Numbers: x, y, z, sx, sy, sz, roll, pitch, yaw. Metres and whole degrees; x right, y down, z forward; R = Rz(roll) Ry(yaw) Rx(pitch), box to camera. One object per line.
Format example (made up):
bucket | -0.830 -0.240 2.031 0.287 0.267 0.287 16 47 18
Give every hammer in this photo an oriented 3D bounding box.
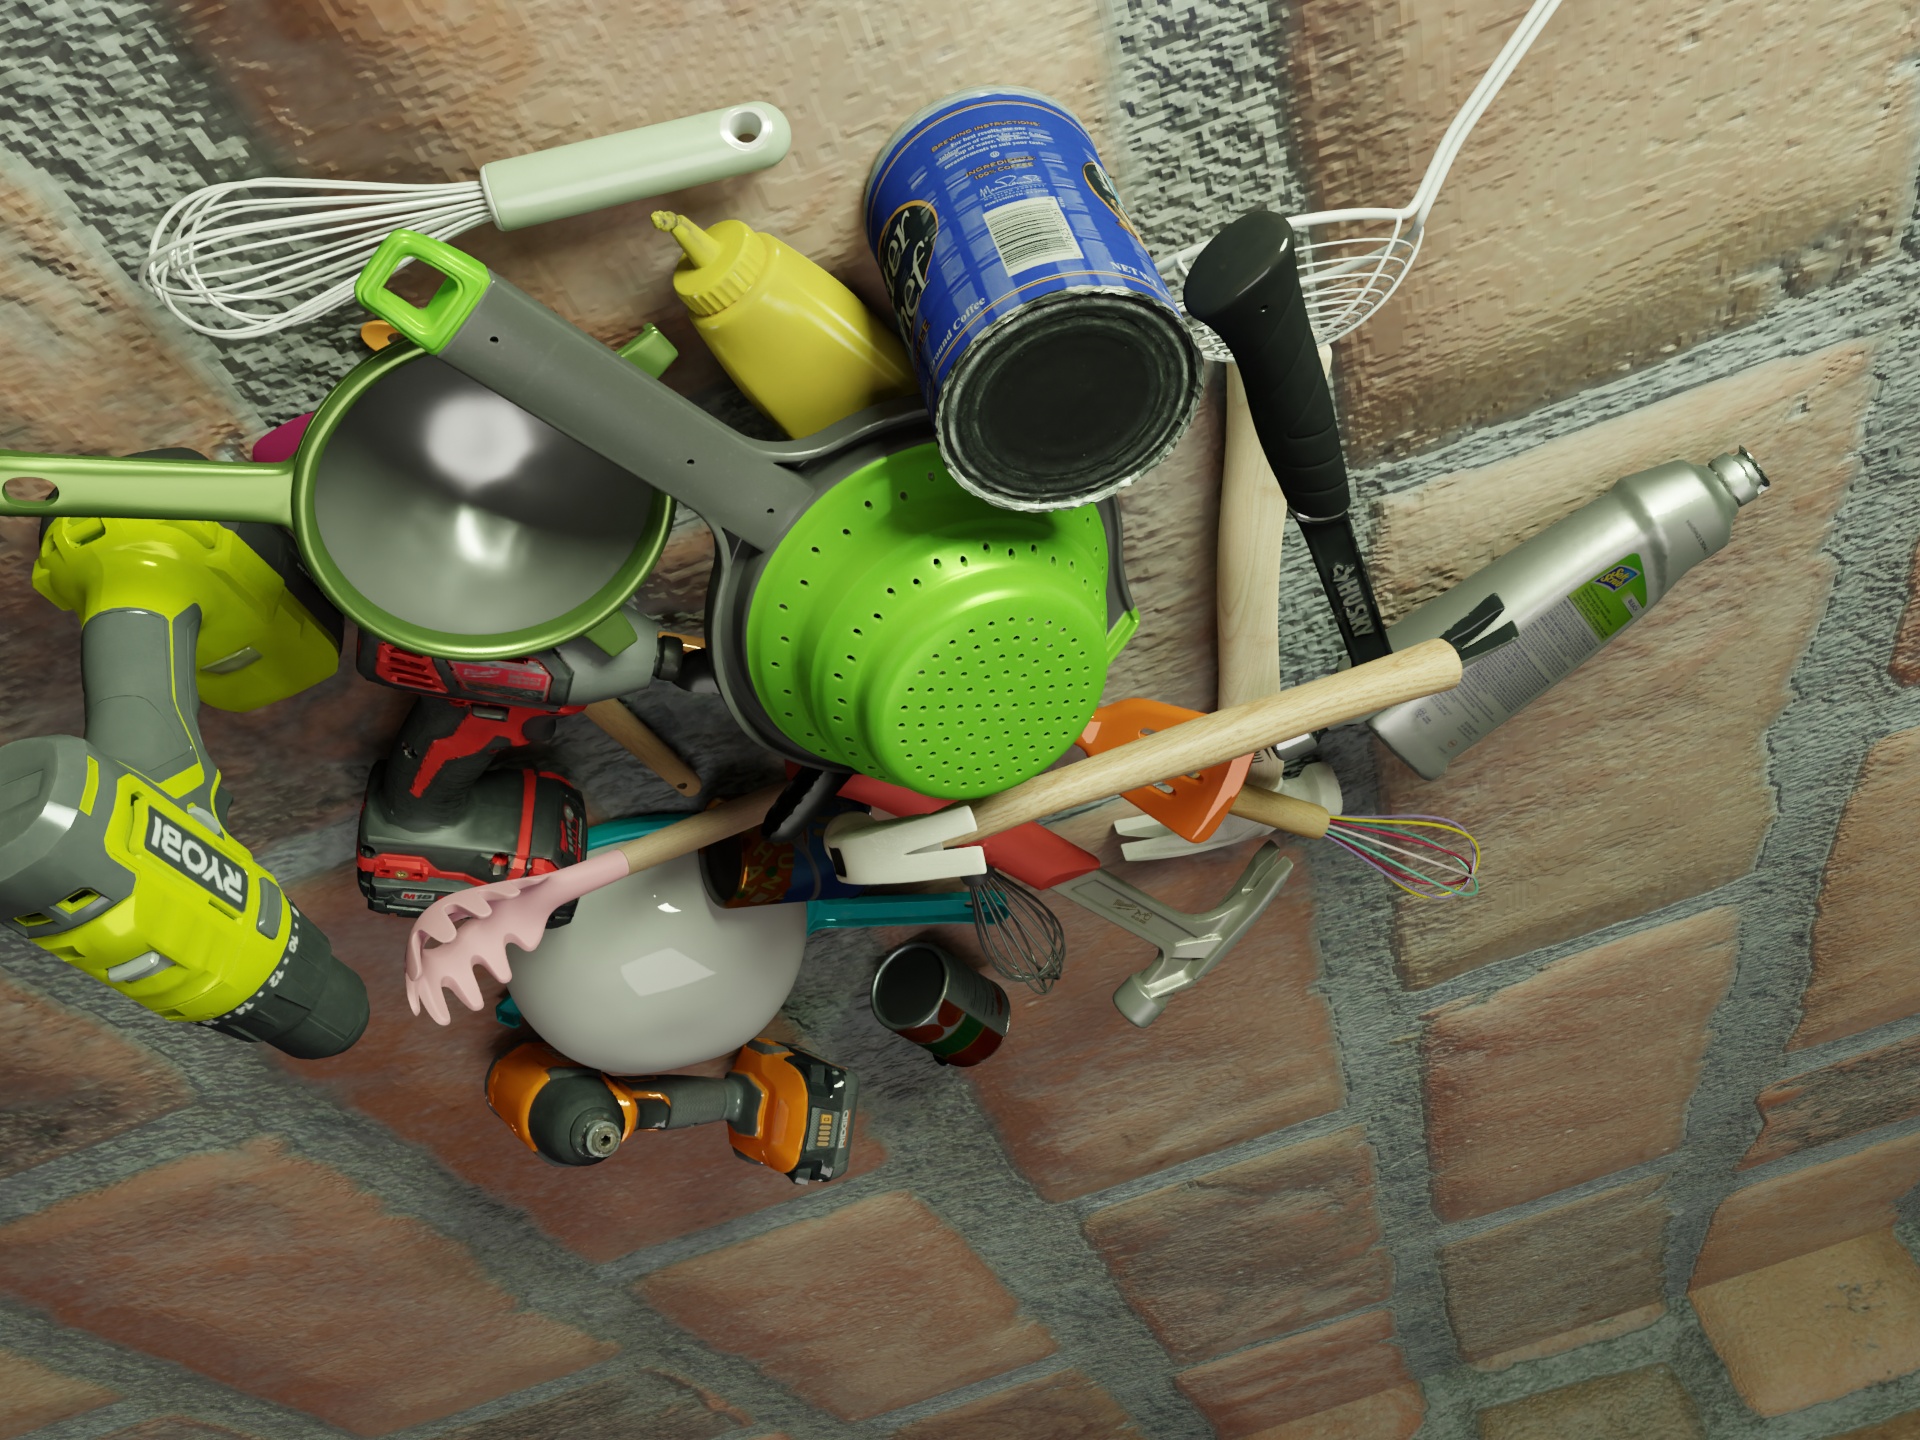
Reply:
hammer | 0.153 -0.053 0.894 0.146 0.038 0.410 -13 141 -2
hammer | 0.045 0.070 0.940 0.358 0.037 0.149 31 104 -36
hammer | 0.095 0.019 0.787 0.331 0.031 0.130 -18 -175 -9
hammer | 0.176 -0.093 0.743 0.149 0.036 0.408 -25 150 10

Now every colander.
colander | -0.057 -0.064 0.646 0.396 0.095 0.204 29 109 -40

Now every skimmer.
skimmer | 0.199 -0.288 0.619 0.363 0.090 0.127 -55 160 24

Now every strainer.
strainer | -0.124 0.155 0.997 0.340 0.095 0.210 -1 139 -17
strainer | -0.245 -0.101 0.632 0.256 0.069 0.151 -2 125 -25

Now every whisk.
whisk | 0.243 0.074 1.012 0.244 0.051 0.047 17 138 -28
whisk | 0.012 0.091 0.990 0.055 0.055 0.238 -23 128 8
whisk | -0.183 -0.194 0.598 0.246 0.058 0.059 -16 176 -6

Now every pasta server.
pasta server | -0.148 0.069 0.819 0.316 0.040 0.060 -22 138 -43

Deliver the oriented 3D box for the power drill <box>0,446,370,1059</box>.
power drill | -0.310 0.018 0.653 0.080 0.229 0.190 -22 142 7

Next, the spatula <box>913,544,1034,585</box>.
spatula | 0.015 -0.004 0.896 0.082 0.044 0.317 -6 143 0

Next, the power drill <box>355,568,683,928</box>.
power drill | -0.223 0.011 0.781 0.143 0.079 0.219 7 139 -18

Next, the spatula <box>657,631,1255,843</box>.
spatula | -0.001 -0.003 0.839 0.322 0.041 0.081 12 121 -17

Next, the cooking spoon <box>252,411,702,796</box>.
cooking spoon | -0.218 -0.042 0.785 0.069 0.017 0.318 -24 141 13

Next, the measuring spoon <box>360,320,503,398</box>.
measuring spoon | -0.194 -0.148 0.674 0.116 0.011 0.021 15 133 -29

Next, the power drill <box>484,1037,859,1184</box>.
power drill | -0.186 0.261 1.063 0.226 0.084 0.164 10 177 -31
